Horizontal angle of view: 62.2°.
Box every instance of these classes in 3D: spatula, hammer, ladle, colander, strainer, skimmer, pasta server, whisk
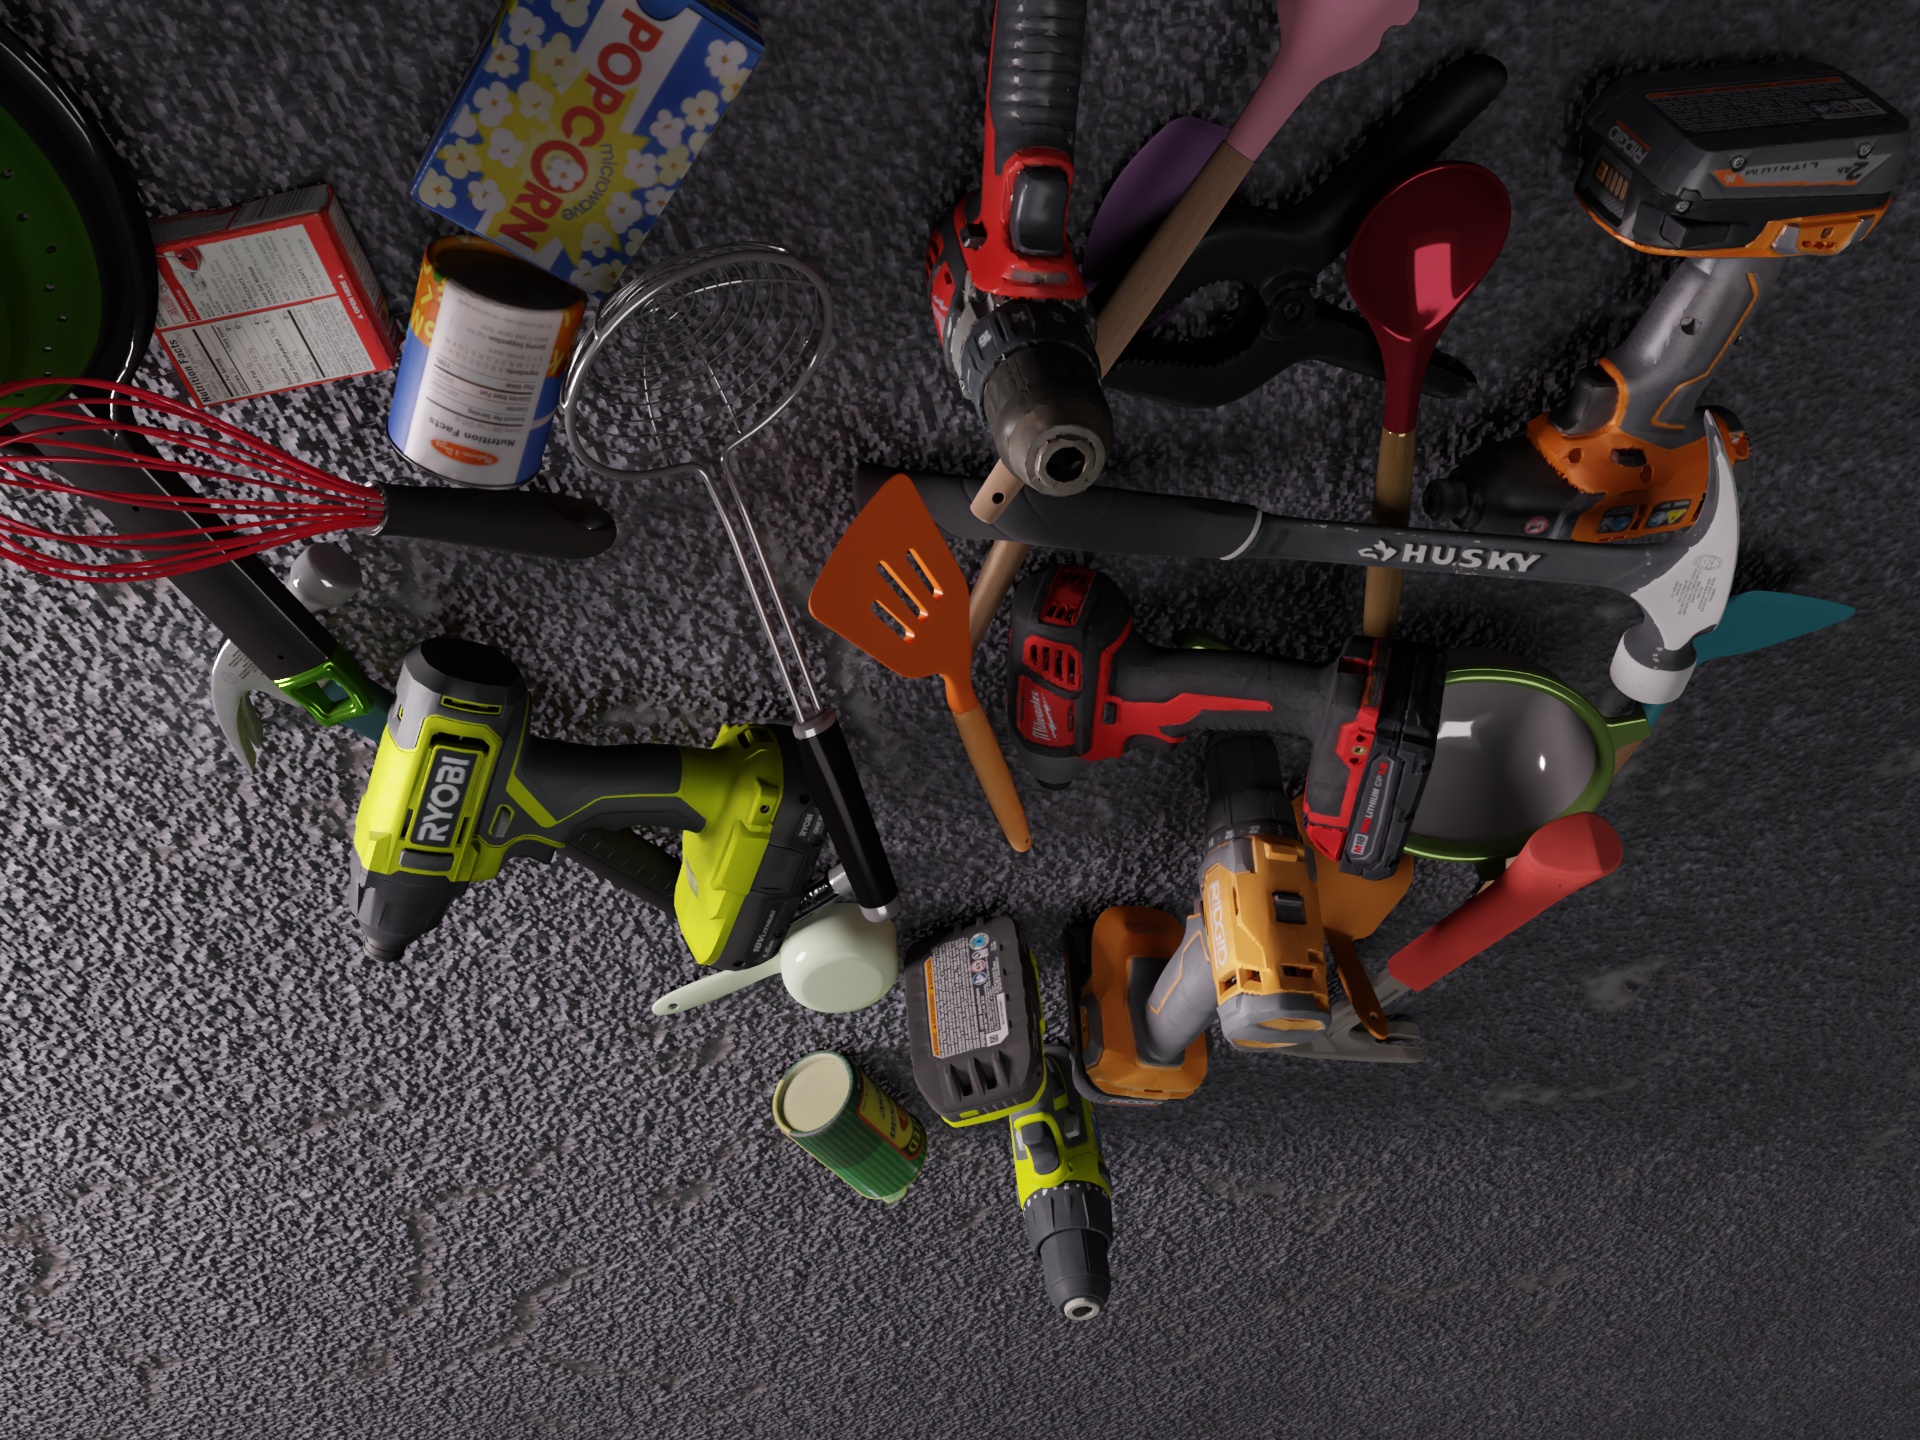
[{"bbox_3d":[-0.001,-0.003,0.832,0.041,0.081,0.322,24,160,23],"label":"spatula"},{"bbox_3d":[0.306,0.150,1.003,0.149,0.037,0.359,6,151,-13],"label":"hammer"},{"bbox_3d":[0.152,-0.089,0.745,0.409,0.036,0.149,6,135,5],"label":"hammer"},{"bbox_3d":[0.207,-0.117,0.750,0.069,0.031,0.315,-8,133,-1],"label":"ladle"},{"bbox_3d":[-0.376,-0.111,0.620,0.204,0.095,0.396,-18,130,18],"label":"colander"},{"bbox_3d":[0.241,-0.011,0.903,0.256,0.069,0.151,22,133,-7],"label":"strainer"},{"bbox_3d":[-0.075,-0.040,0.735,0.127,0.090,0.363,-29,121,-19],"label":"skimmer"},{"bbox_3d":[-0.246,0.035,0.859,0.128,0.033,0.330,-35,130,21],"label":"hammer"},{"bbox_3d":[0.096,-0.210,0.649,0.060,0.040,0.316,32,114,-11],"label":"pasta server"},{"bbox_3d":[-0.257,-0.088,0.648,0.073,0.073,0.295,-45,156,28],"label":"whisk"},{"bbox_3d":[0.403,0.029,0.975,0.082,0.044,0.317,7,133,-22],"label":"spatula"},{"bbox_3d":[0.049,-0.138,0.762,0.059,0.018,0.315,8,130,-22],"label":"spatula"}]

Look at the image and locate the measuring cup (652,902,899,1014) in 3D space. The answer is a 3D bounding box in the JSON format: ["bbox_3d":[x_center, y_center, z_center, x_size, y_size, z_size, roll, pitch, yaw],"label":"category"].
[{"bbox_3d":[-0.118,0.169,1.008,0.167,0.038,0.083,-20,134,6],"label":"measuring cup"}]

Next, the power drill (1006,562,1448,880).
[{"bbox_3d":[0.130,0.003,0.832,0.220,0.079,0.143,14,137,11],"label":"power drill"}]

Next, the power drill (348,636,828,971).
[{"bbox_3d":[-0.193,0.059,0.824,0.223,0.080,0.171,11,113,-30],"label":"power drill"}]

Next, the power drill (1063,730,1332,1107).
[{"bbox_3d":[0.138,0.123,0.951,0.084,0.185,0.226,8,150,-18],"label":"power drill"}]

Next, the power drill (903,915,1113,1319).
[{"bbox_3d":[0.042,0.254,1.022,0.080,0.191,0.228,-18,130,10],"label":"power drill"}]

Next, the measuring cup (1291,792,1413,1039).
[{"bbox_3d":[0.232,0.107,0.927,0.095,0.174,0.052,20,121,-18],"label":"measuring cup"}]

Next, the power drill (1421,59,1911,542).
[{"bbox_3d":[0.310,-0.174,0.731,0.164,0.084,0.226,-9,138,-11],"label":"power drill"}]

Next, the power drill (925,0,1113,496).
[{"bbox_3d":[0.034,-0.210,0.576,0.080,0.188,0.226,1,129,-11],"label":"power drill"}]
